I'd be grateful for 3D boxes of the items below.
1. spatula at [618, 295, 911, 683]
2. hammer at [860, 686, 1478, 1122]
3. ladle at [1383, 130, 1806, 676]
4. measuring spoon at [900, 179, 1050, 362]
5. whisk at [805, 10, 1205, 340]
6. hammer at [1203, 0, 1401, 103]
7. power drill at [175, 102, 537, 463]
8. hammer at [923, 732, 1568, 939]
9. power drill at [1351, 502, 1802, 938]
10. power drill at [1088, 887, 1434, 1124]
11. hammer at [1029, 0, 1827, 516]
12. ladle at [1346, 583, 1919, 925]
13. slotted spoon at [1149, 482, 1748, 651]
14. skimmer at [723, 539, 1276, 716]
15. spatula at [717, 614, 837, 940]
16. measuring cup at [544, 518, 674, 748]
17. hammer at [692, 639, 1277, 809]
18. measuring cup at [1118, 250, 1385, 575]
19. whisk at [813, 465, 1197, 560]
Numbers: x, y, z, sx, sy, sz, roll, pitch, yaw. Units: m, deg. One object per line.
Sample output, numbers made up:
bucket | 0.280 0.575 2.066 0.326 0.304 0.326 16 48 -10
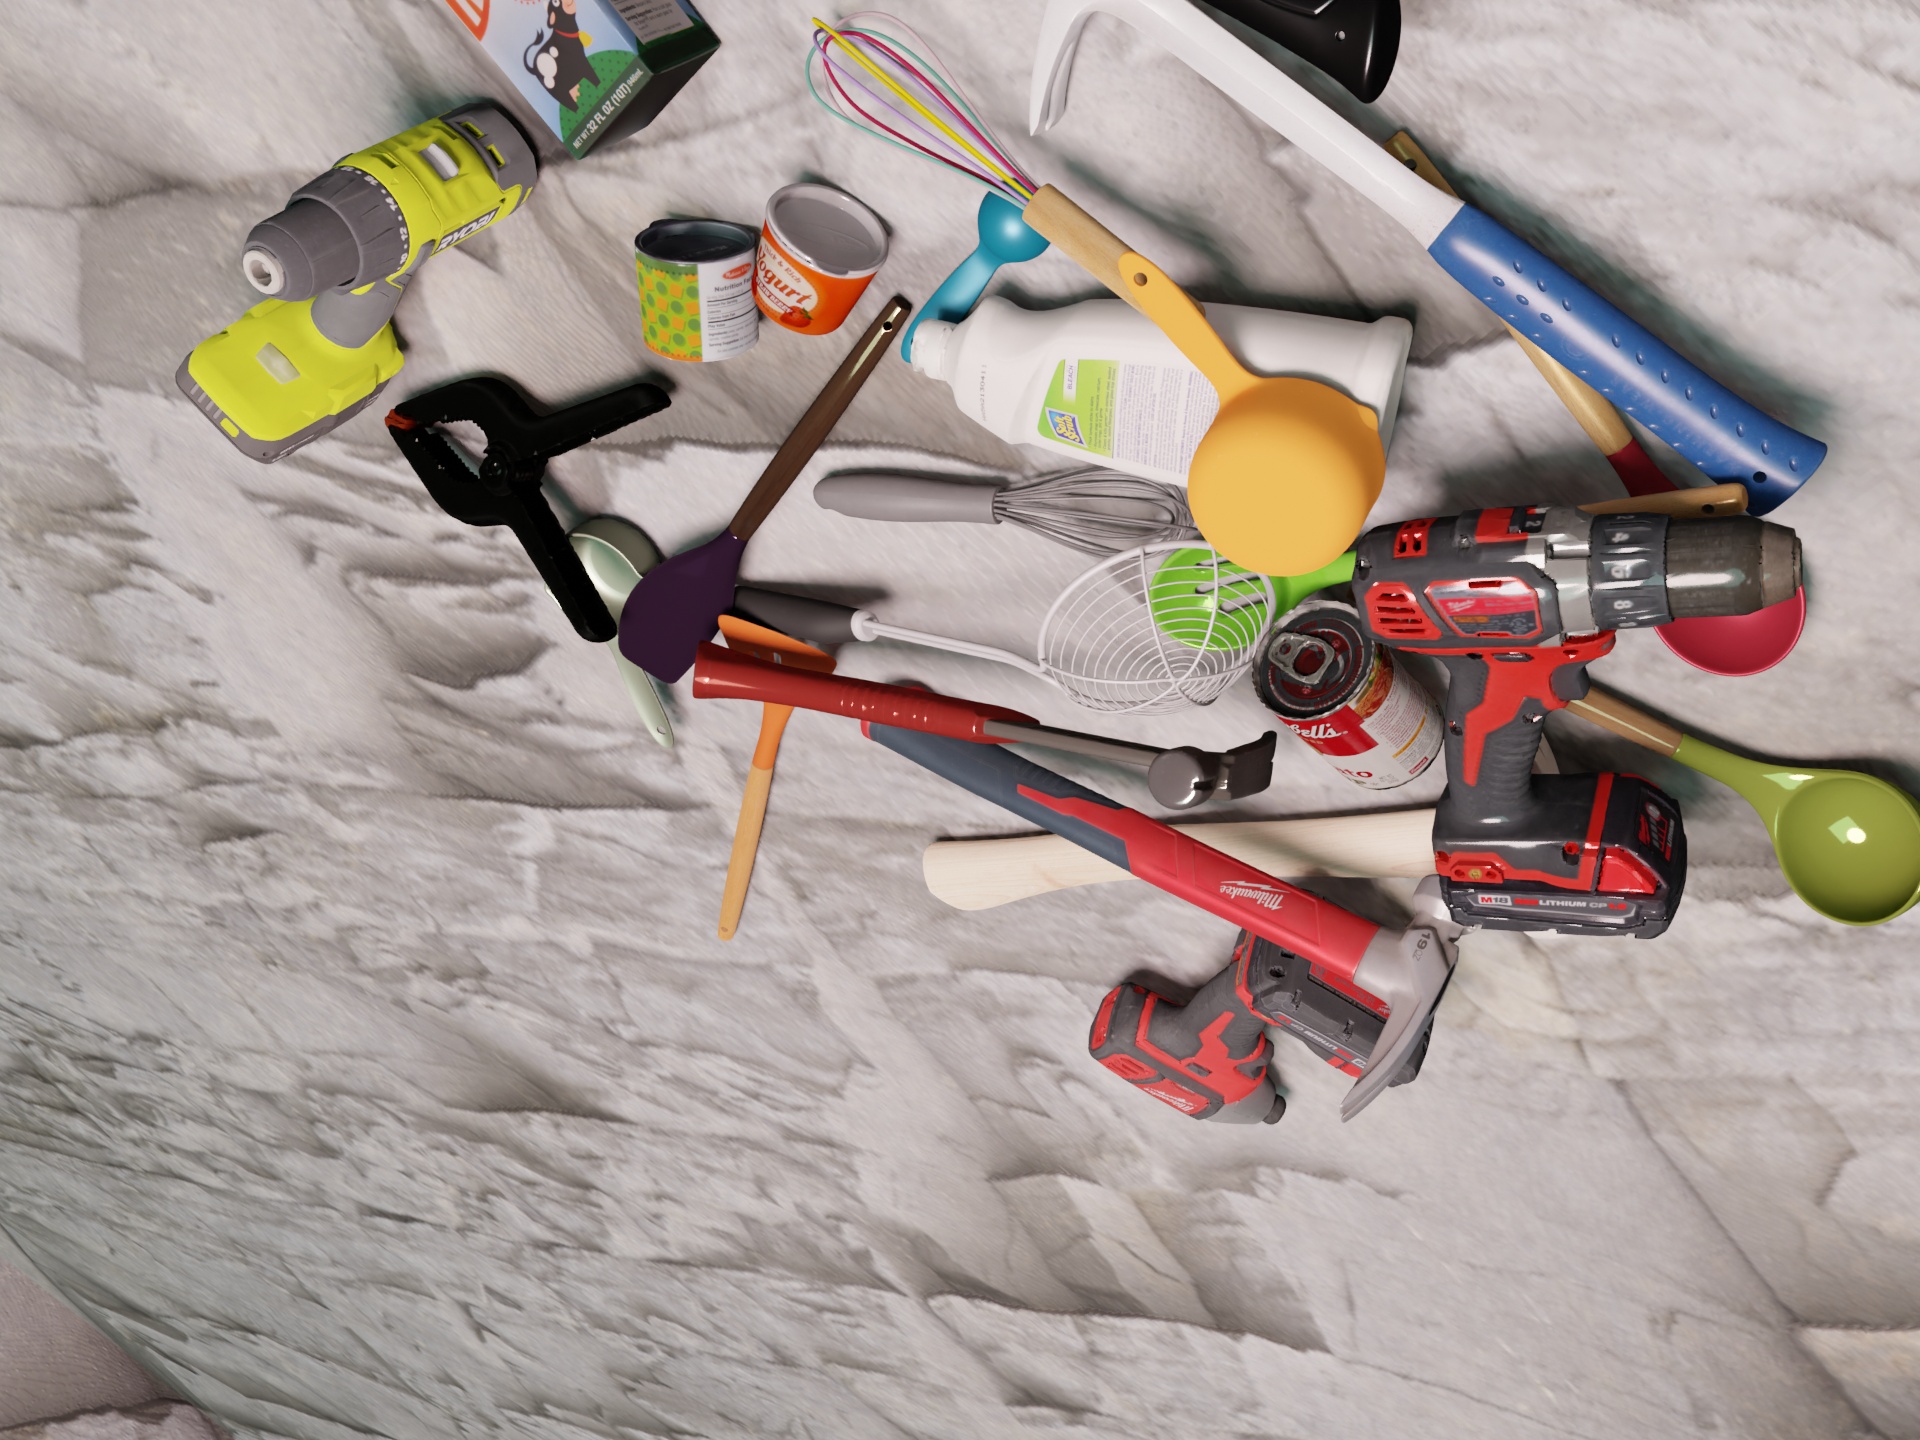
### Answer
spatula | -0.122 -0.132 0.956 0.059 0.018 0.316 34 124 -13
hammer | 0.092 0.082 0.927 0.386 0.143 0.038 25 160 26
ladle | 0.299 -0.150 0.760 0.069 0.031 0.315 -35 101 28
measuring spoon | 0.002 -0.232 0.847 0.042 0.021 0.128 41 130 -6
whisk | 0.018 -0.264 0.770 0.245 0.051 0.047 40 164 7
hammer | 0.043 -0.359 0.686 0.335 0.035 0.146 37 130 14
power drill | -0.358 -0.243 0.906 0.080 0.191 0.228 48 133 -12
hammer | 0.156 0.072 0.977 0.411 0.038 0.146 -6 118 29
power drill | 0.299 -0.003 0.759 0.188 0.080 0.226 -1 128 31
power drill | 0.189 0.197 1.001 0.143 0.079 0.219 31 145 -11
hammer | 0.208 -0.226 0.721 0.405 0.035 0.144 38 131 2
ladle | 0.347 0.006 0.828 0.320 0.062 0.078 28 127 9
slotted spoon | 0.230 -0.082 0.803 0.314 0.031 0.070 -8 121 43
skimmer | 0.003 -0.070 0.926 0.363 0.090 0.127 13 157 38
spatula | -0.145 0.052 1.102 0.081 0.041 0.322 21 130 5
measuring cup | -0.218 -0.059 1.064 0.083 0.038 0.167 -2 123 26
hammer | -0.001 -0.003 0.928 0.359 0.149 0.036 11 99 26
measuring cup | 0.123 -0.141 0.741 0.173 0.052 0.095 46 137 -16
whisk | 0.019 -0.121 0.902 0.239 0.055 0.055 8 125 25
